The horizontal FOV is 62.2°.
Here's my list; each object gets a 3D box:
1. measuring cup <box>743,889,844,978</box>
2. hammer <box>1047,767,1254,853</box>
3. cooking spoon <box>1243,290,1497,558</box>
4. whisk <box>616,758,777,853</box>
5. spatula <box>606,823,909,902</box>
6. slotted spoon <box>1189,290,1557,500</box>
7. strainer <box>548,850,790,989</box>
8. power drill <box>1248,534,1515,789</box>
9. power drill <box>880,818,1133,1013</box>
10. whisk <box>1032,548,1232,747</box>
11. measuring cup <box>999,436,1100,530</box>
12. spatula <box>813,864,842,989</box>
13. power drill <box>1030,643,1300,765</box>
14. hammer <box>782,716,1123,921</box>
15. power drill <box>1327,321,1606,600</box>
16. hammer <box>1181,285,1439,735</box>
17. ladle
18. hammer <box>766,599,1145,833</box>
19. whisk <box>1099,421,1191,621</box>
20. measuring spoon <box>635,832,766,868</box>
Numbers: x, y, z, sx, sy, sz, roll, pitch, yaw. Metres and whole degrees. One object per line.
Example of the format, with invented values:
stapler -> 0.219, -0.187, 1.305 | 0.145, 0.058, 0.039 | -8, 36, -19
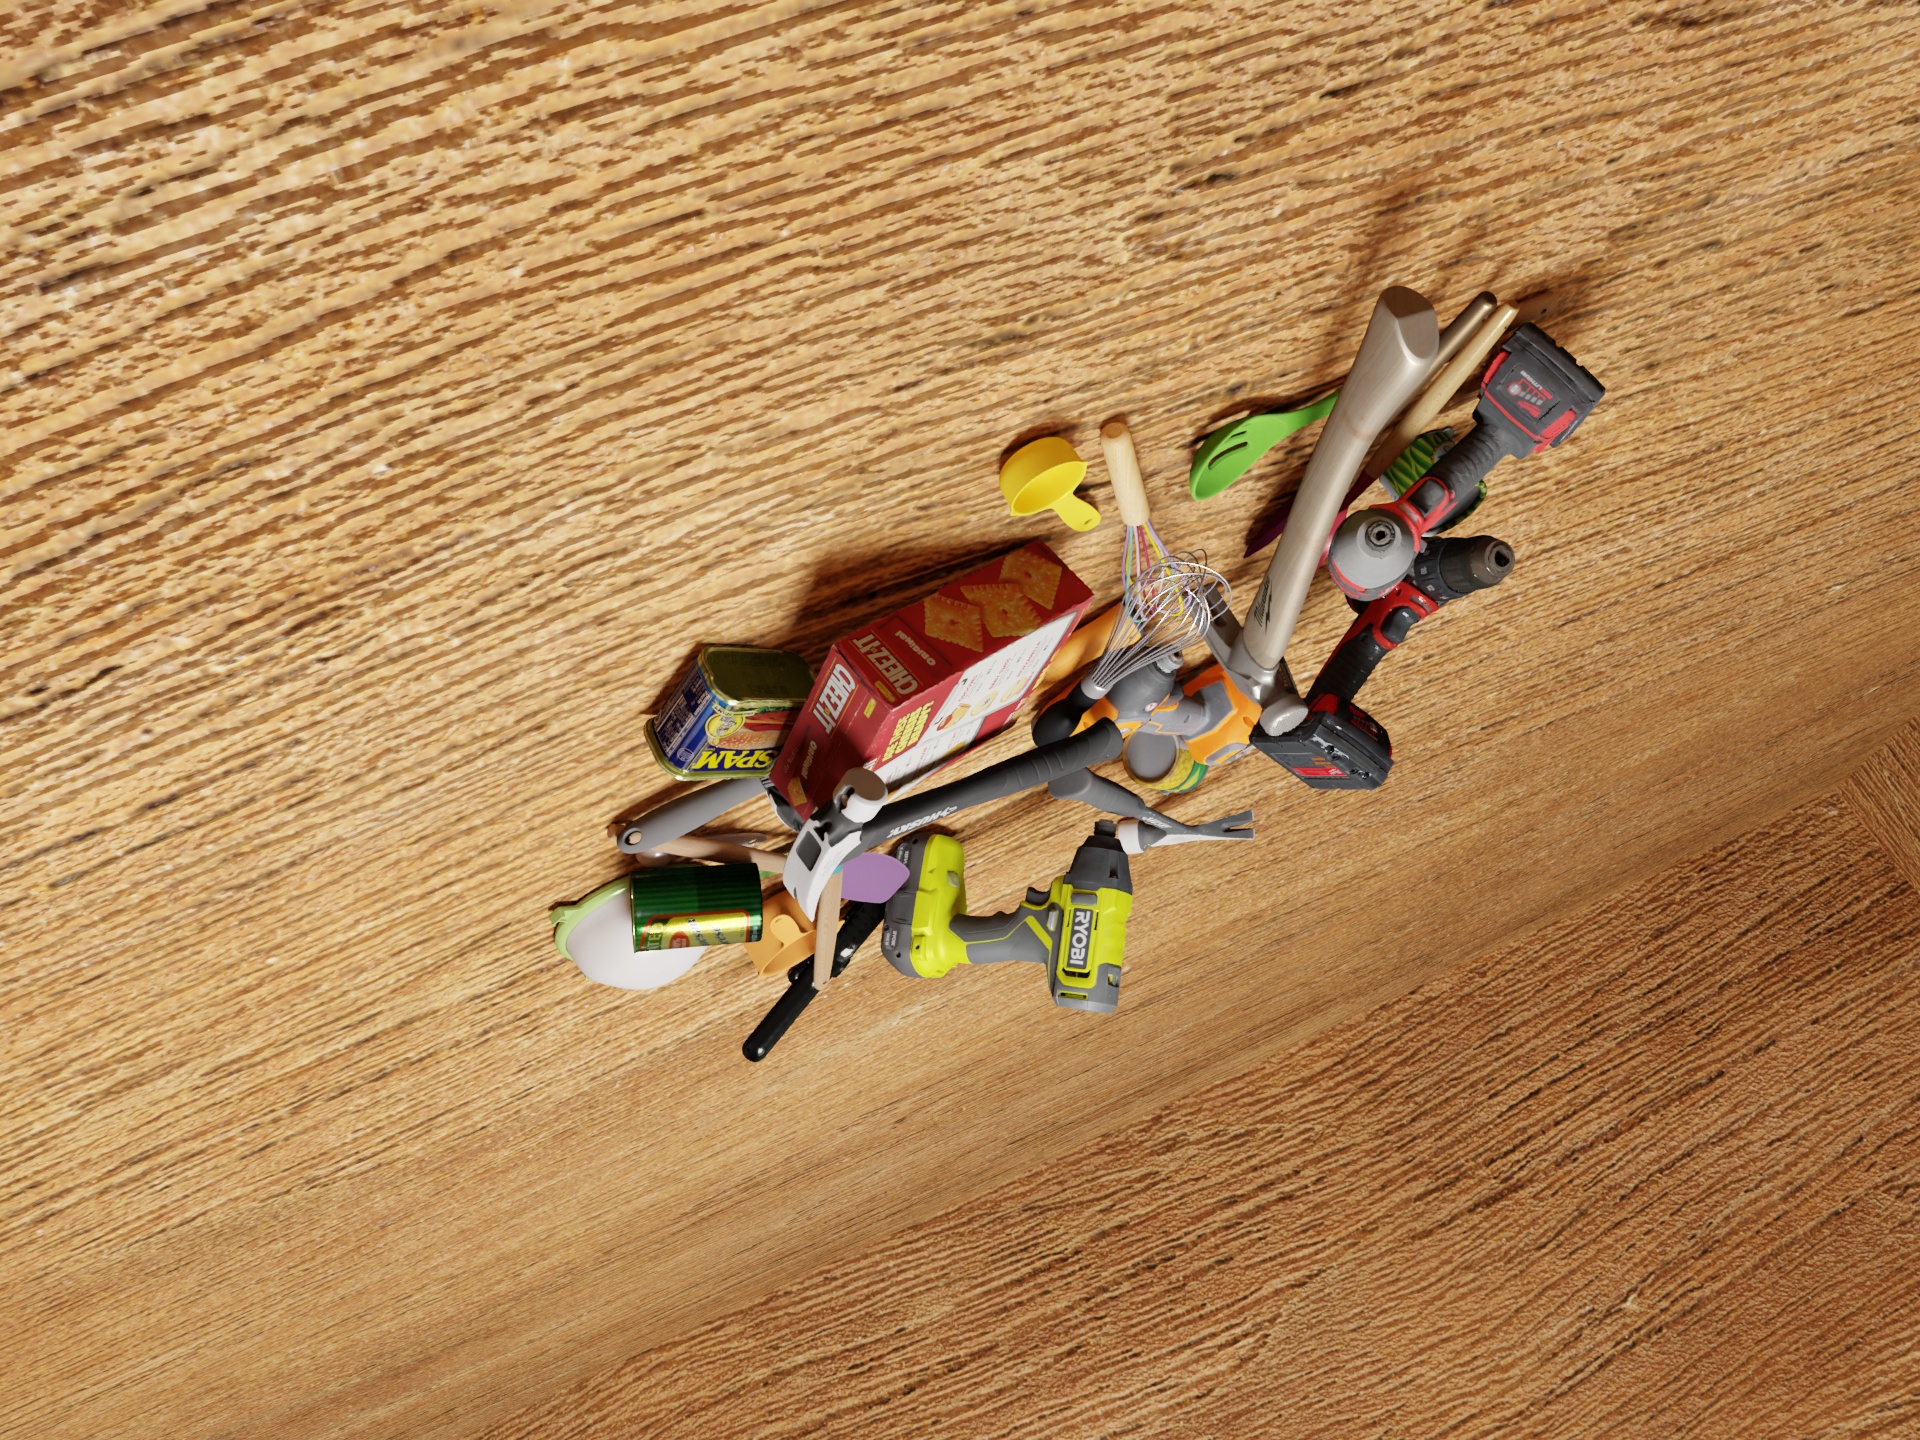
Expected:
measuring cup -> -0.163, 0.179, 1.438 | 0.095, 0.052, 0.173 | -33, 162, -8
hammer -> 0.172, 0.086, 1.517 | 0.149, 0.036, 0.408 | -7, 167, 21
cooking spoon -> 0.295, -0.209, 1.176 | 0.069, 0.017, 0.318 | -31, 168, -31
whisk -> -0.154, 0.048, 1.226 | 0.239, 0.055, 0.055 | -25, 154, -2
spatula -> -0.162, 0.117, 1.340 | 0.315, 0.018, 0.059 | 16, 123, -44
slotted spoon -> 0.298, -0.243, 1.155 | 0.314, 0.031, 0.070 | -26, 155, -7
strainer -> -0.218, 0.172, 1.376 | 0.256, 0.069, 0.151 | -20, 153, -11
power drill -> 0.353, -0.057, 1.318 | 0.227, 0.080, 0.188 | -59, -164, -12
power drill -> 0.047, 0.171, 1.466 | 0.223, 0.171, 0.080 | 2, 168, 28
whisk -> 0.122, -0.044, 1.234 | 0.070, 0.070, 0.284 | -12, 159, -29
measuring cup -> 0.068, -0.159, 1.101 | 0.062, 0.029, 0.156 | -34, 166, 13
spatula -> -0.107, 0.150, 1.364 | 0.082, 0.044, 0.317 | -22, 146, -26
power drill -> 0.193, -0.019, 1.387 | 0.226, 0.084, 0.164 | -1, 154, -38
hammer -> 0.008, 0.055, 1.181 | 0.334, 0.035, 0.146 | -18, 152, -45
power drill -> 0.365, -0.183, 1.185 | 0.219, 0.078, 0.143 | -45, 170, 5
hammer -> 0.247, -0.153, 1.141 | 0.038, 0.146, 0.410 | -20, 152, -18
ladle -> 0.330, -0.207, 1.222 | 0.069, 0.031, 0.315 | -34, 166, -35
hammer -> -0.002, -0.004, 1.299 | 0.337, 0.034, 0.127 | -31, 155, 6
whisk -> 0.128, -0.140, 1.170 | 0.051, 0.047, 0.244 | -27, 150, 1
measuring spoon -> -0.211, 0.108, 1.322 | 0.124, 0.018, 0.034 | -3, 145, -40
